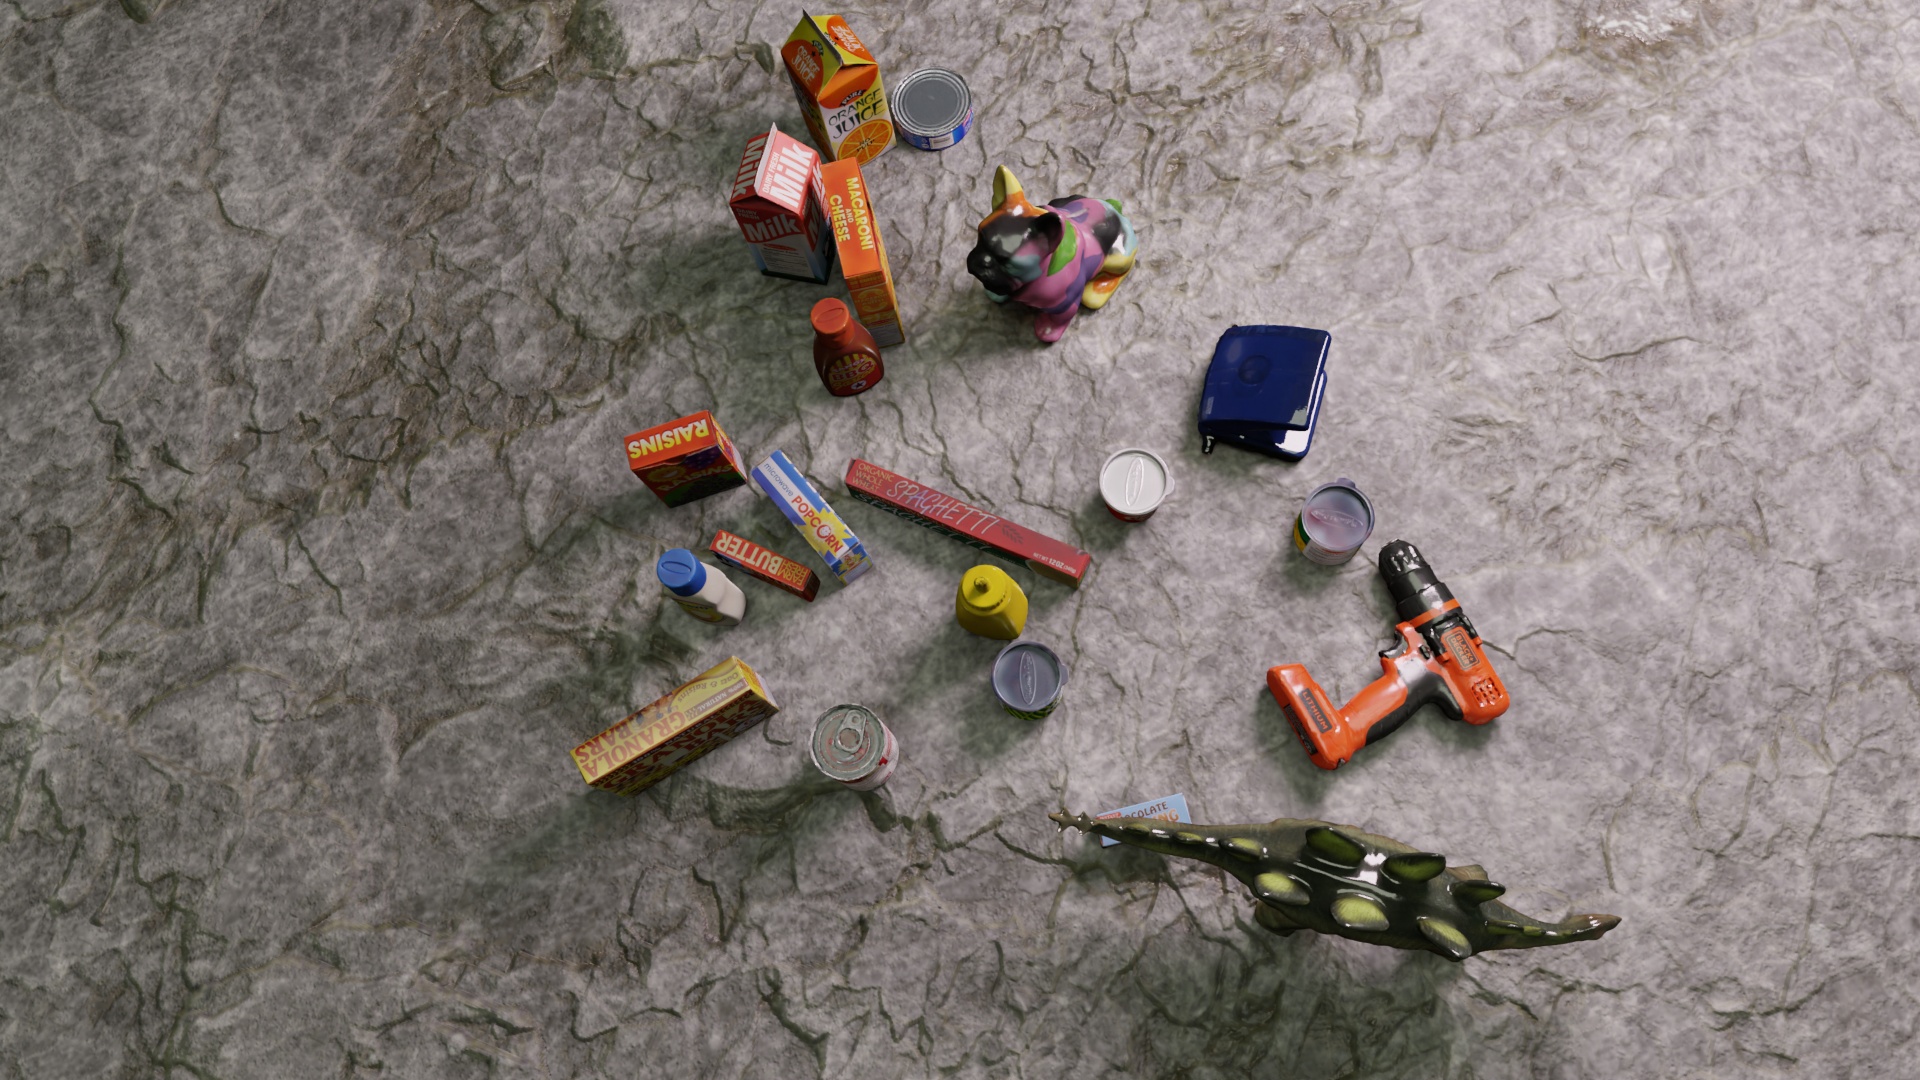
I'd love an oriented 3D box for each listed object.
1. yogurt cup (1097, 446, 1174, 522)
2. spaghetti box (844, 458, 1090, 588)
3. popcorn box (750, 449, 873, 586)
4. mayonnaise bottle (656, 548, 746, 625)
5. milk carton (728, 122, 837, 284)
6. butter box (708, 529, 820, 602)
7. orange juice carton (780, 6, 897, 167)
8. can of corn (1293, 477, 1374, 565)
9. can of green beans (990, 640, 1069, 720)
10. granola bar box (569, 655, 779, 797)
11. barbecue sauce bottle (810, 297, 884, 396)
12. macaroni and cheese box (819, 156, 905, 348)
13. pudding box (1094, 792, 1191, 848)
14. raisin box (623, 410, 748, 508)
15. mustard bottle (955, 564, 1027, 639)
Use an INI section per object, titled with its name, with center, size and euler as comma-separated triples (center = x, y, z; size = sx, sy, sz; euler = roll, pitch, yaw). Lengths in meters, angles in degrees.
[yogurt cup]
center = 0.166, -0.050, 1.333
size = 0.072, 0.054, 0.072
euler = -1, 74, 5
[spaghetti box]
center = 0.005, -0.017, 1.339
size = 0.250, 0.050, 0.029
euler = 22, 77, 11
[popcorn box]
center = -0.142, -0.021, 1.335
size = 0.038, 0.085, 0.127
euler = -40, 75, -6
[mayonnaise bottle]
center = -0.245, 0.044, 1.292
size = 0.065, 0.147, 0.041
euler = 11, 76, 8
[milk carton]
center = -0.174, -0.331, 1.373
size = 0.073, 0.190, 0.072
euler = 11, 76, 8
[butter box]
center = -0.188, 0.025, 1.342
size = 0.103, 0.053, 0.024
euler = 23, 78, 11
[orange juice carton]
center = -0.124, -0.457, 1.404
size = 0.073, 0.192, 0.072
euler = -33, 74, -5
[can of corn]
center = 0.351, -0.017, 1.305
size = 0.071, 0.058, 0.071
euler = -1, 74, 5
[can of green beans]
center = 0.063, 0.130, 1.287
size = 0.071, 0.057, 0.071
euler = -1, 74, 5
[granola bar box]
center = -0.256, 0.173, 1.267
size = 0.166, 0.124, 0.039
euler = -30, 74, -4
[barbecue sauce bottle]
center = -0.115, -0.188, 1.348
size = 0.065, 0.148, 0.044
euler = -22, 74, -1
[macaroni and cheese box]
center = -0.094, -0.278, 1.363
size = 0.040, 0.166, 0.124
euler = -14, 73, 1
[pudding box]
center = 0.164, 0.252, 1.247
size = 0.084, 0.049, 0.030
euler = -14, 74, 1
[raisin box]
center = -0.264, -0.076, 1.341
size = 0.086, 0.123, 0.040
euler = -17, 74, 0
[mustard bottle]
center = 0.026, 0.053, 1.259
size = 0.065, 0.160, 0.049
euler = 11, 76, 8
